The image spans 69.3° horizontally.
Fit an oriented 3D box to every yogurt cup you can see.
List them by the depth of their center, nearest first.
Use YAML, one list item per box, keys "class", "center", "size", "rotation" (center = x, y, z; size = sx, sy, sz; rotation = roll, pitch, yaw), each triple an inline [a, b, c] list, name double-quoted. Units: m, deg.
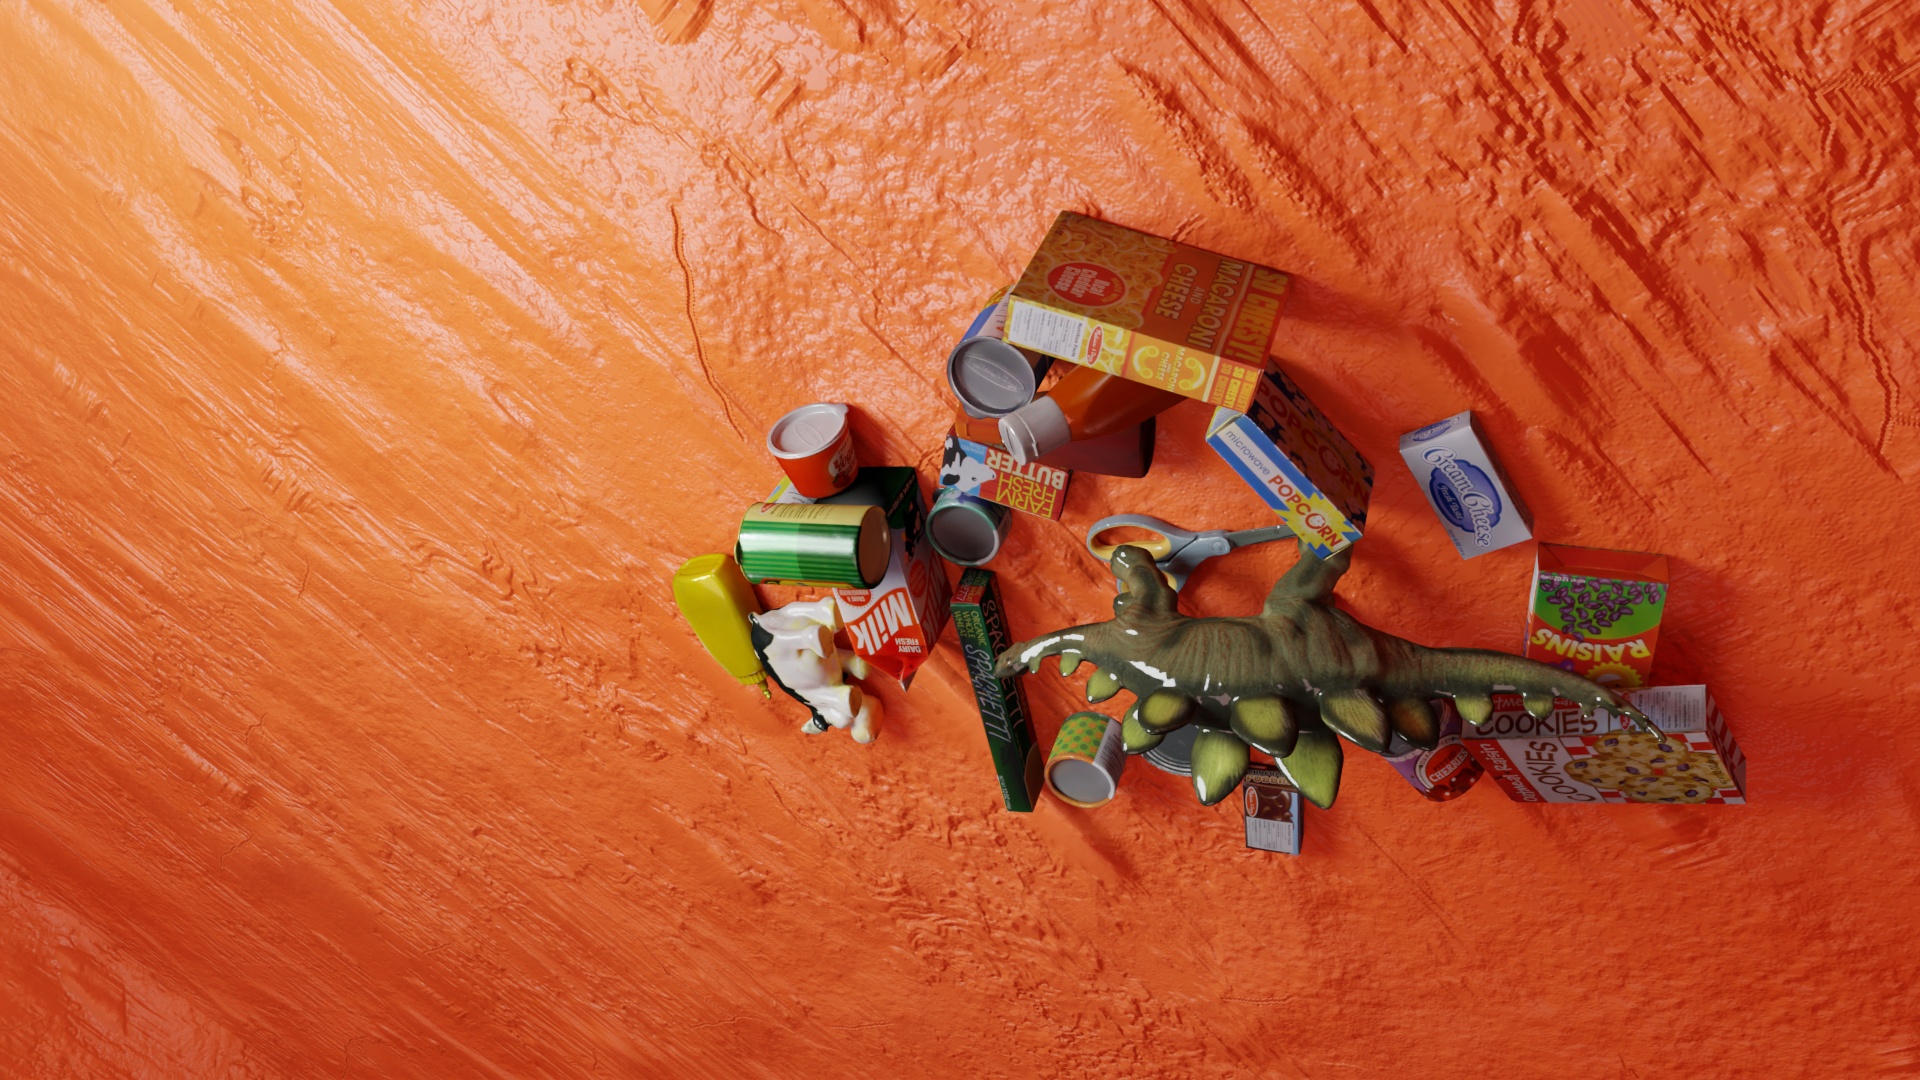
- class: "yogurt cup"
  center: [-0.117, -0.071, 1.131]
  size: [0.072, 0.073, 0.053]
  rotation: [0, 133, 23]

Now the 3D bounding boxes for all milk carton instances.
- class: "milk carton"
  center: [-0.060, 0.036, 1.182]
  size: [0.073, 0.073, 0.189]
  rotation: [0, 125, 23]

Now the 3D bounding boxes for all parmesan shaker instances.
- class: "parmesan shaker"
  center: [-0.114, 0.005, 1.086]
  size: [0.103, 0.072, 0.071]
  rotation: [3, 126, 22]

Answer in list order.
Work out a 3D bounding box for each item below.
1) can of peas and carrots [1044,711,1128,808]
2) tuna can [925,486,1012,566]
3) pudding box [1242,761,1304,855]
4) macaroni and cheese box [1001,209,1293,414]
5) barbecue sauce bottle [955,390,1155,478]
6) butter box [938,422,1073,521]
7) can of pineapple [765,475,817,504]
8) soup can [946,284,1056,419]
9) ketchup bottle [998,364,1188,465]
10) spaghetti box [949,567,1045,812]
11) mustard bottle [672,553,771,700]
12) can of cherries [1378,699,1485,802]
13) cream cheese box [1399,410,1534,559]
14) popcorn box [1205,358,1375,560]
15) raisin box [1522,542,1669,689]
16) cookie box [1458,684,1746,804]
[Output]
- class: "can of peas and carrots"
  center: [0.112, 0.197, 1.242]
  size: [0.071, 0.059, 0.070]
  rotation: [12, 129, 15]
- class: "tuna can"
  center: [0.004, -0.014, 1.142]
  size: [0.071, 0.033, 0.070]
  rotation: [11, 129, 14]
- class: "pudding box"
  center: [0.276, 0.236, 1.221]
  size: [0.049, 0.030, 0.083]
  rotation: [5, 127, 21]
- class: "macaroni and cheese box"
  center: [0.126, -0.154, 0.920]
  size: [0.166, 0.124, 0.040]
  rotation: [19, 134, 9]
- class: "barbecue sauce bottle"
  center: [0.071, -0.086, 1.051]
  size: [0.148, 0.044, 0.064]
  rotation: [8, 128, 18]
- class: "butter box"
  center: [0.037, -0.055, 1.102]
  size: [0.103, 0.024, 0.052]
  rotation: [18, 131, 10]
- class: "can of pineapple"
  center: [-0.138, -0.017, 1.185]
  size: [0.071, 0.058, 0.070]
  rotation: [12, 129, 15]
- class: "soup can"
  center: [0.034, -0.135, 1.001]
  size: [0.071, 0.084, 0.071]
  rotation: [12, 129, 15]
- class: "ketchup bottle"
  center: [0.099, -0.101, 0.967]
  size: [0.044, 0.149, 0.064]
  rotation: [49, 163, 45]
- class: "spaghetti box"
  center: [0.035, 0.138, 1.235]
  size: [0.028, 0.050, 0.248]
  rotation: [0, 125, 21]
- class: "mustard bottle"
  center: [-0.212, 0.086, 1.303]
  size: [0.065, 0.049, 0.159]
  rotation: [-7, 123, 24]
- class: "can of cherries"
  center: [0.373, 0.165, 1.096]
  size: [0.058, 0.072, 0.071]
  rotation: [44, 130, -13]
- class: "cream cheese box"
  center: [0.356, -0.038, 0.977]
  size: [0.053, 0.024, 0.103]
  rotation: [-23, 114, 34]
- class: "popcorn box"
  center: [0.233, -0.060, 0.973]
  size: [0.126, 0.085, 0.038]
  rotation: [44, 129, -12]
- class: "raisin box"
  center: [0.455, 0.065, 1.004]
  size: [0.086, 0.040, 0.122]
  rotation: [5, 126, 19]
- class: "cookie box"
  center: [0.471, 0.154, 1.023]
  size: [0.167, 0.040, 0.122]
  rotation: [-8, 144, 38]
